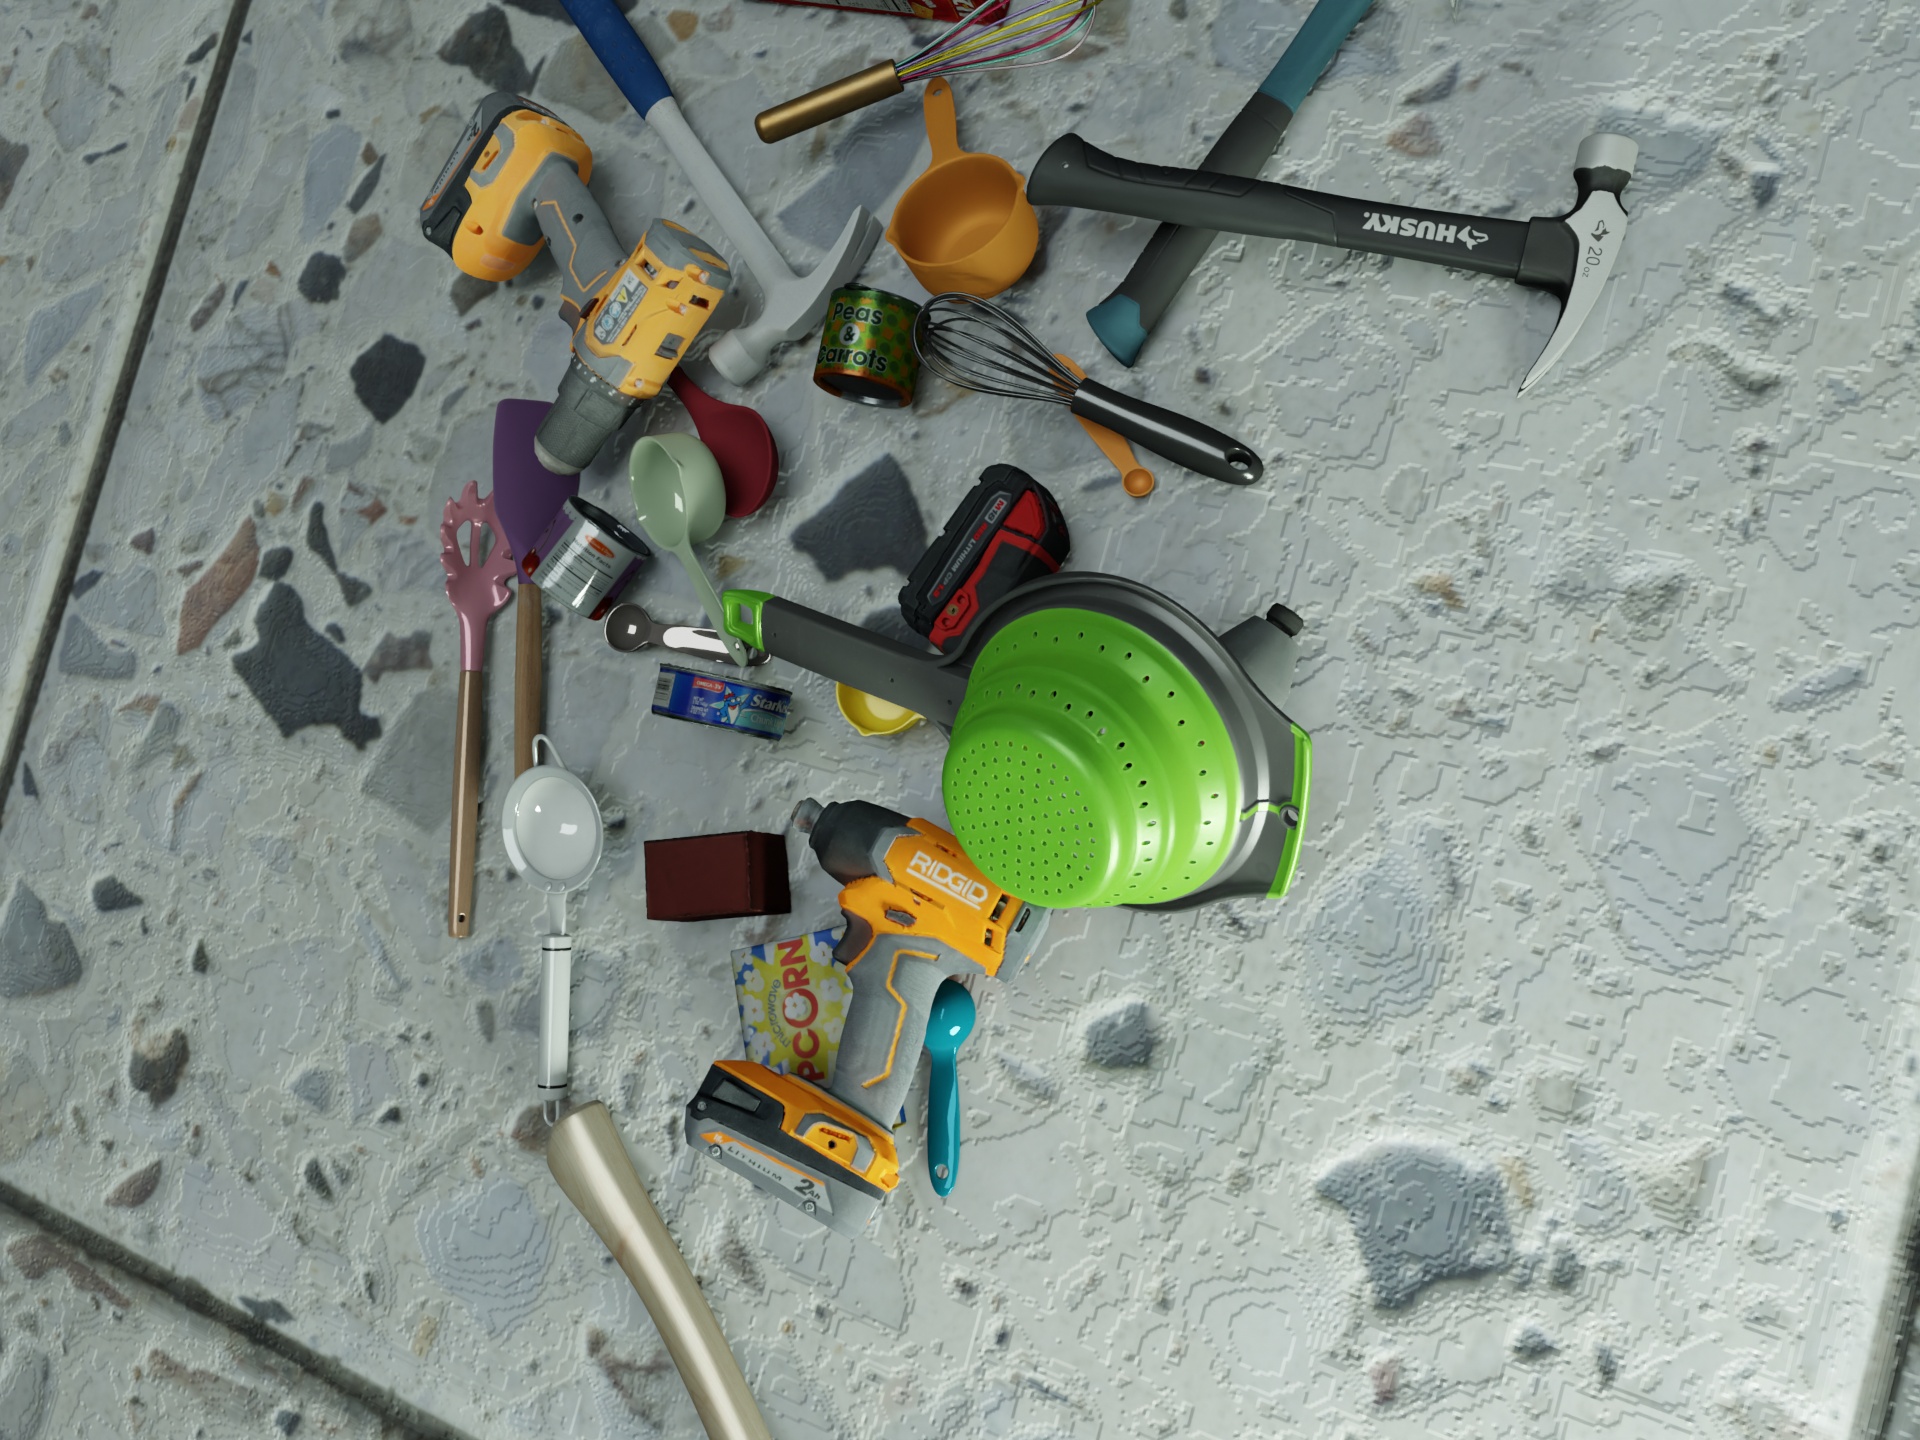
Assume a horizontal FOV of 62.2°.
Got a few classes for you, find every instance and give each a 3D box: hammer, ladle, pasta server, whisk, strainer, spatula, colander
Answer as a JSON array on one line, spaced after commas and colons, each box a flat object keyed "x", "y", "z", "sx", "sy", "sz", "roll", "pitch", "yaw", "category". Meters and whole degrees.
[{"x": -0.202, "y": -0.427, "z": 1.122, "sx": 0.144, "sy": 0.035, "sz": 0.406, "roll": -38, "pitch": 70, "yaw": 12, "category": "hammer"}, {"x": -0.215, "y": -0.255, "z": 1.104, "sx": 0.316, "sy": 0.031, "sz": 0.069, "roll": 50, "pitch": 120, "yaw": 23, "category": "ladle"}, {"x": -0.341, "y": -0.008, "z": 1.109, "sx": 0.040, "sy": 0.060, "sz": 0.316, "roll": -10, "pitch": 77, "yaw": 61, "category": "pasta server"}, {"x": 0.075, "y": -0.199, "z": 0.965, "sx": 0.239, "sy": 0.055, "sz": 0.055, "roll": 27, "pitch": 92, "yaw": 12, "category": "whisk"}, {"x": -0.021, "y": -0.426, "z": 1.027, "sx": 0.245, "sy": 0.051, "sz": 0.047, "roll": -17, "pitch": 58, "yaw": 12, "category": "whisk"}, {"x": 0.201, "y": -0.284, "z": 0.914, "sx": 0.335, "sy": 0.035, "sz": 0.146, "roll": 13, "pitch": 88, "yaw": 12, "category": "hammer"}, {"x": -0.268, "y": 0.139, "z": 1.057, "sx": 0.087, "sy": 0.050, "sz": 0.258, "roll": 0, "pitch": 87, "yaw": 27, "category": "strainer"}, {"x": 0.181, "y": -0.363, "z": 0.964, "sx": 0.128, "sy": 0.033, "sz": 0.331, "roll": 37, "pitch": 96, "yaw": 23, "category": "hammer"}, {"x": -0.135, "y": 0.411, "z": 0.963, "sx": 0.146, "sy": 0.038, "sz": 0.411, "roll": -37, "pitch": 70, "yaw": 11, "category": "hammer"}, {"x": -0.297, "y": -0.069, "z": 1.105, "sx": 0.059, "sy": 0.018, "sz": 0.316, "roll": 2, "pitch": 84, "yaw": -22, "category": "spatula"}, {"x": -0.008, "y": 0.006, "z": 0.881, "sx": 0.397, "sy": 0.094, "sz": 0.204, "roll": 21, "pitch": 126, "yaw": 30, "category": "colander"}]

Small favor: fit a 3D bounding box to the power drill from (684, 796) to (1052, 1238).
[{"x": -0.065, "y": 0.158, "z": 0.913, "sx": 0.164, "sy": 0.084, "sz": 0.226, "roll": 28, "pitch": 74, "yaw": 7, "category": "power drill"}]

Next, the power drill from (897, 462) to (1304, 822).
[{"x": 0.086, "y": -0.050, "z": 0.930, "sx": 0.220, "sy": 0.078, "sz": 0.143, "roll": 37, "pitch": 94, "yaw": 19, "category": "power drill"}]

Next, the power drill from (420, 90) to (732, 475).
[{"x": -0.275, "y": -0.295, "z": 1.087, "sx": 0.226, "sy": 0.084, "sz": 0.185, "roll": 47, "pitch": 111, "yaw": 21, "category": "power drill"}]

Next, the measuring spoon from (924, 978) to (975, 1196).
[{"x": -0.013, "y": 0.219, "z": 0.952, "sx": 0.042, "sy": 0.021, "sz": 0.129, "roll": -4, "pitch": 79, "yaw": 21, "category": "measuring spoon"}]

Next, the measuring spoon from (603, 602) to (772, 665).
[{"x": -0.182, "y": -0.053, "z": 1.069, "sx": 0.124, "sy": 0.018, "sz": 0.034, "roll": 12, "pitch": 86, "yaw": 16, "category": "measuring spoon"}]

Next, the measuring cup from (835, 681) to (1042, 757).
[{"x": -0.002, "y": -0.003, "z": 0.988, "sx": 0.156, "sy": 0.029, "sz": 0.062, "roll": 18, "pitch": 89, "yaw": 11, "category": "measuring cup"}]

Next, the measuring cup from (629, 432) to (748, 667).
[{"x": -0.166, "y": -0.114, "z": 1.051, "sx": 0.083, "sy": 0.038, "sz": 0.167, "roll": -36, "pitch": 78, "yaw": 54, "category": "measuring cup"}]

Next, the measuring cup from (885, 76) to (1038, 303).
[{"x": 0.001, "y": -0.343, "z": 1.027, "sx": 0.095, "sy": 0.052, "sz": 0.174, "roll": -18, "pitch": 57, "yaw": 17, "category": "measuring cup"}]

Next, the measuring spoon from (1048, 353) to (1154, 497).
[{"x": 0.086, "y": -0.183, "z": 0.986, "sx": 0.021, "sy": 0.011, "sz": 0.117, "roll": -30, "pitch": 68, "yaw": -1, "category": "measuring spoon"}]
